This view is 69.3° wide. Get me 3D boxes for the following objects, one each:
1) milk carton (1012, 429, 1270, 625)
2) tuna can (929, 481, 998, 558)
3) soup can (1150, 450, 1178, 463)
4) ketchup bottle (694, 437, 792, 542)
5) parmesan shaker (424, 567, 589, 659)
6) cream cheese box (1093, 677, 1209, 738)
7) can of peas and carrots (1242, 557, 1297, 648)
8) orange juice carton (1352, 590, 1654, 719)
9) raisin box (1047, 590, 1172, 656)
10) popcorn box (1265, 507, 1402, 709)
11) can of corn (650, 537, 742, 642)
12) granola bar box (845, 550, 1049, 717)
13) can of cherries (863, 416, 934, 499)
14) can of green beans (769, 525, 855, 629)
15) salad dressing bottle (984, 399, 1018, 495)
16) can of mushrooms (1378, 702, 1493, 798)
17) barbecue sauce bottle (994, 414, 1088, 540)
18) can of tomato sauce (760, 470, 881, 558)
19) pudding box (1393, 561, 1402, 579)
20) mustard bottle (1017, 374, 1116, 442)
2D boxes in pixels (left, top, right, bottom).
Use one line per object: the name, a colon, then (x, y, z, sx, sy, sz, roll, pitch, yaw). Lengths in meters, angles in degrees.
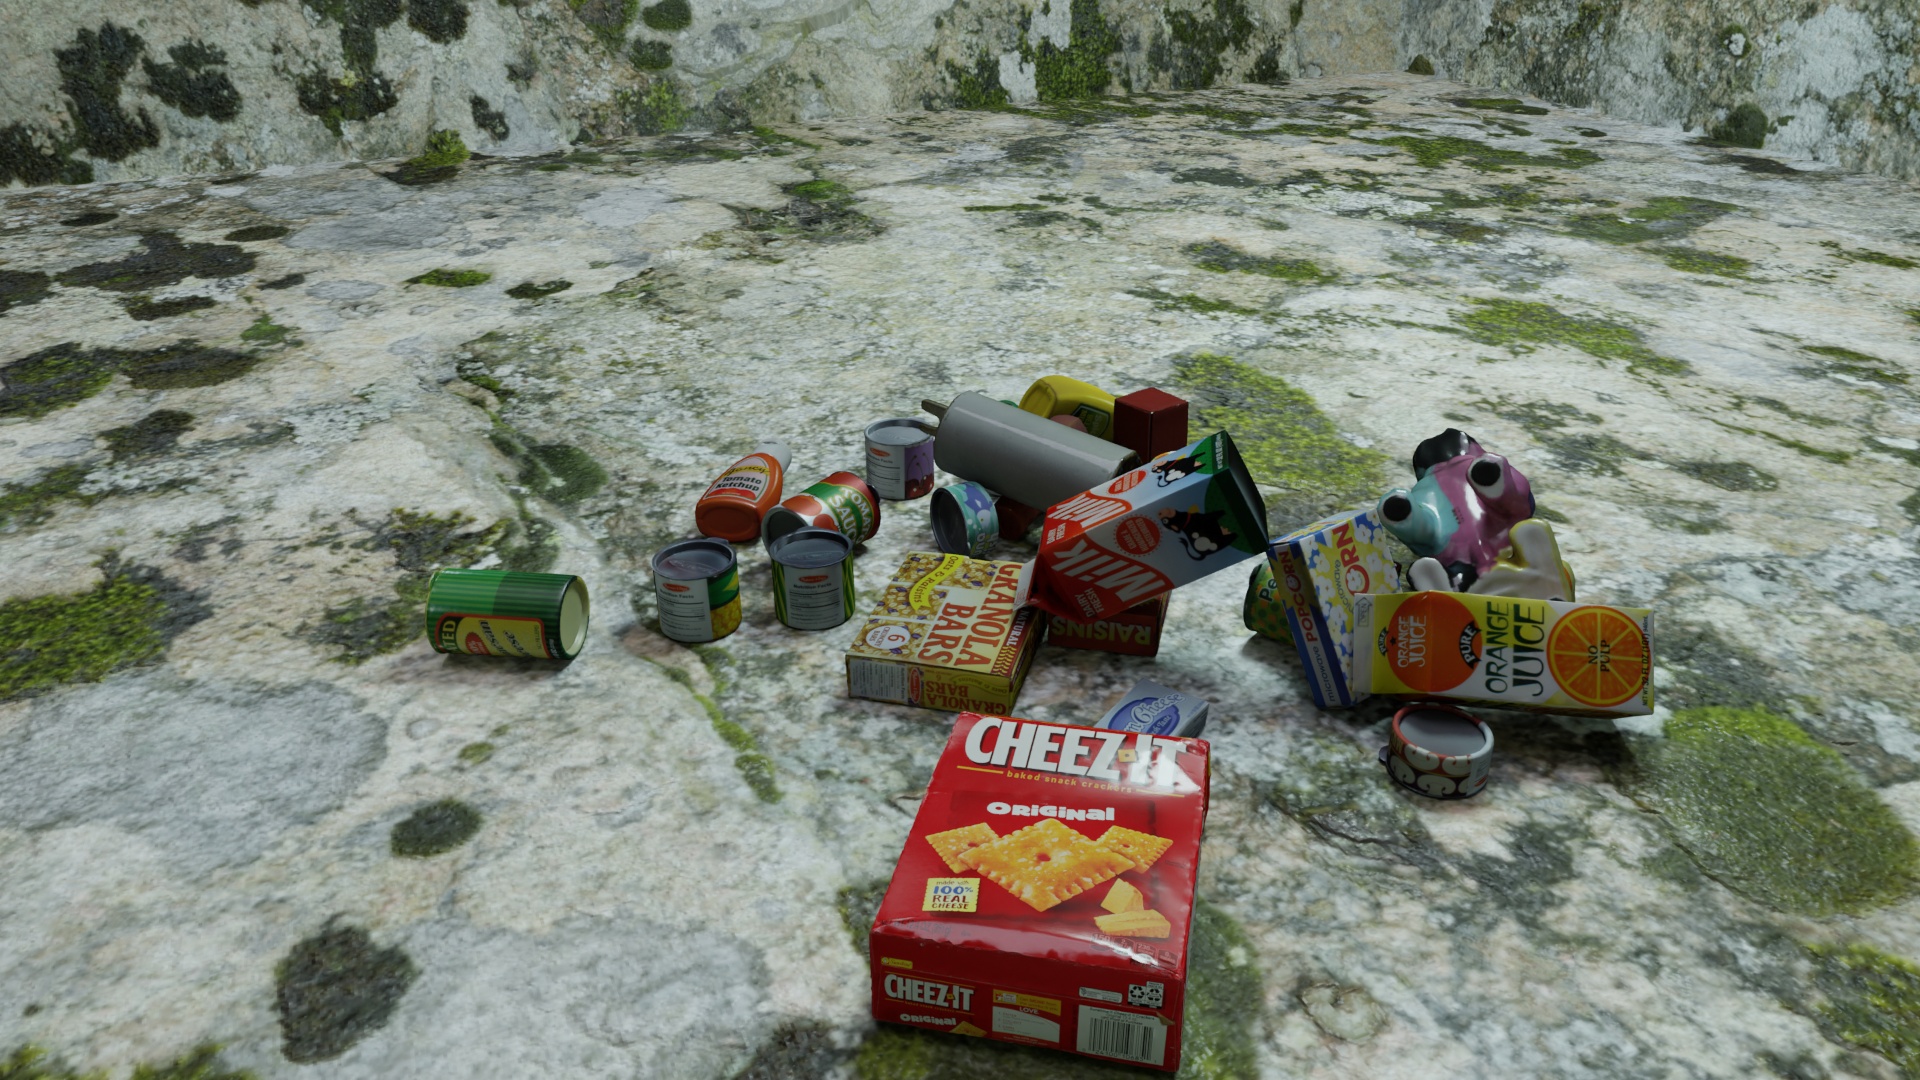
milk carton: (0.125, -0.001, 1.025, 0.190, 0.073, 0.073, -24, 21, 20)
tuna can: (0.004, -0.015, 1.192, 0.033, 0.070, 0.071, -15, 31, -26)
soup can: (0.191, -0.025, 1.188, 0.071, 0.083, 0.072, 0, 28, 0)
ketchup bottle: (-0.193, -0.049, 1.283, 0.065, 0.043, 0.149, 4, 27, 8)
parmesan shaker: (-0.344, 0.054, 1.056, 0.103, 0.071, 0.071, 3, 28, 5)
cream cheese box: (0.124, 0.134, 0.948, 0.053, 0.024, 0.104, 17, 32, 30)
can of peas and carrots: (0.258, 0.047, 1.063, 0.059, 0.070, 0.071, 23, 35, 36)
orange juice carton: (0.368, 0.079, 0.961, 0.193, 0.072, 0.073, 5, -11, 3)
raisin box: (0.122, 0.043, 1.107, 0.086, 0.040, 0.124, 6, 27, 12)
popcorn box: (0.278, 0.048, 1.004, 0.085, 0.126, 0.038, -20, 2, -31)
can of corn: (-0.206, 0.038, 1.098, 0.071, 0.058, 0.071, 0, 27, 0)
granola bar box: (-0.003, 0.067, 1.062, 0.124, 0.039, 0.166, 7, 29, 13)
can of cherries: (-0.056, -0.079, 1.322, 0.071, 0.058, 0.072, -1, 27, 1)
can of green beans: (-0.118, 0.031, 1.113, 0.071, 0.057, 0.071, 0, 28, 0)
salad dressing bottle: (0.042, -0.095, 1.365, 0.064, 0.043, 0.148, 3, 27, 1)
can of mushrooms: (0.317, 0.139, 0.927, 0.071, 0.033, 0.071, 0, 28, 0)
barbecue sauce bottle: (0.073, -0.055, 1.274, 0.043, 0.064, 0.149, 5, 35, 30)
can of tomato sauce: (-0.118, -0.014, 1.189, 0.071, 0.070, 0.083, 18, 33, 31)
pudding box: (0.312, 0.030, 1.138, 0.084, 0.030, 0.050, 15, 30, 27)
mustard bottle: (0.127, -0.125, 1.390, 0.160, 0.065, 0.049, 3, 39, -46)
